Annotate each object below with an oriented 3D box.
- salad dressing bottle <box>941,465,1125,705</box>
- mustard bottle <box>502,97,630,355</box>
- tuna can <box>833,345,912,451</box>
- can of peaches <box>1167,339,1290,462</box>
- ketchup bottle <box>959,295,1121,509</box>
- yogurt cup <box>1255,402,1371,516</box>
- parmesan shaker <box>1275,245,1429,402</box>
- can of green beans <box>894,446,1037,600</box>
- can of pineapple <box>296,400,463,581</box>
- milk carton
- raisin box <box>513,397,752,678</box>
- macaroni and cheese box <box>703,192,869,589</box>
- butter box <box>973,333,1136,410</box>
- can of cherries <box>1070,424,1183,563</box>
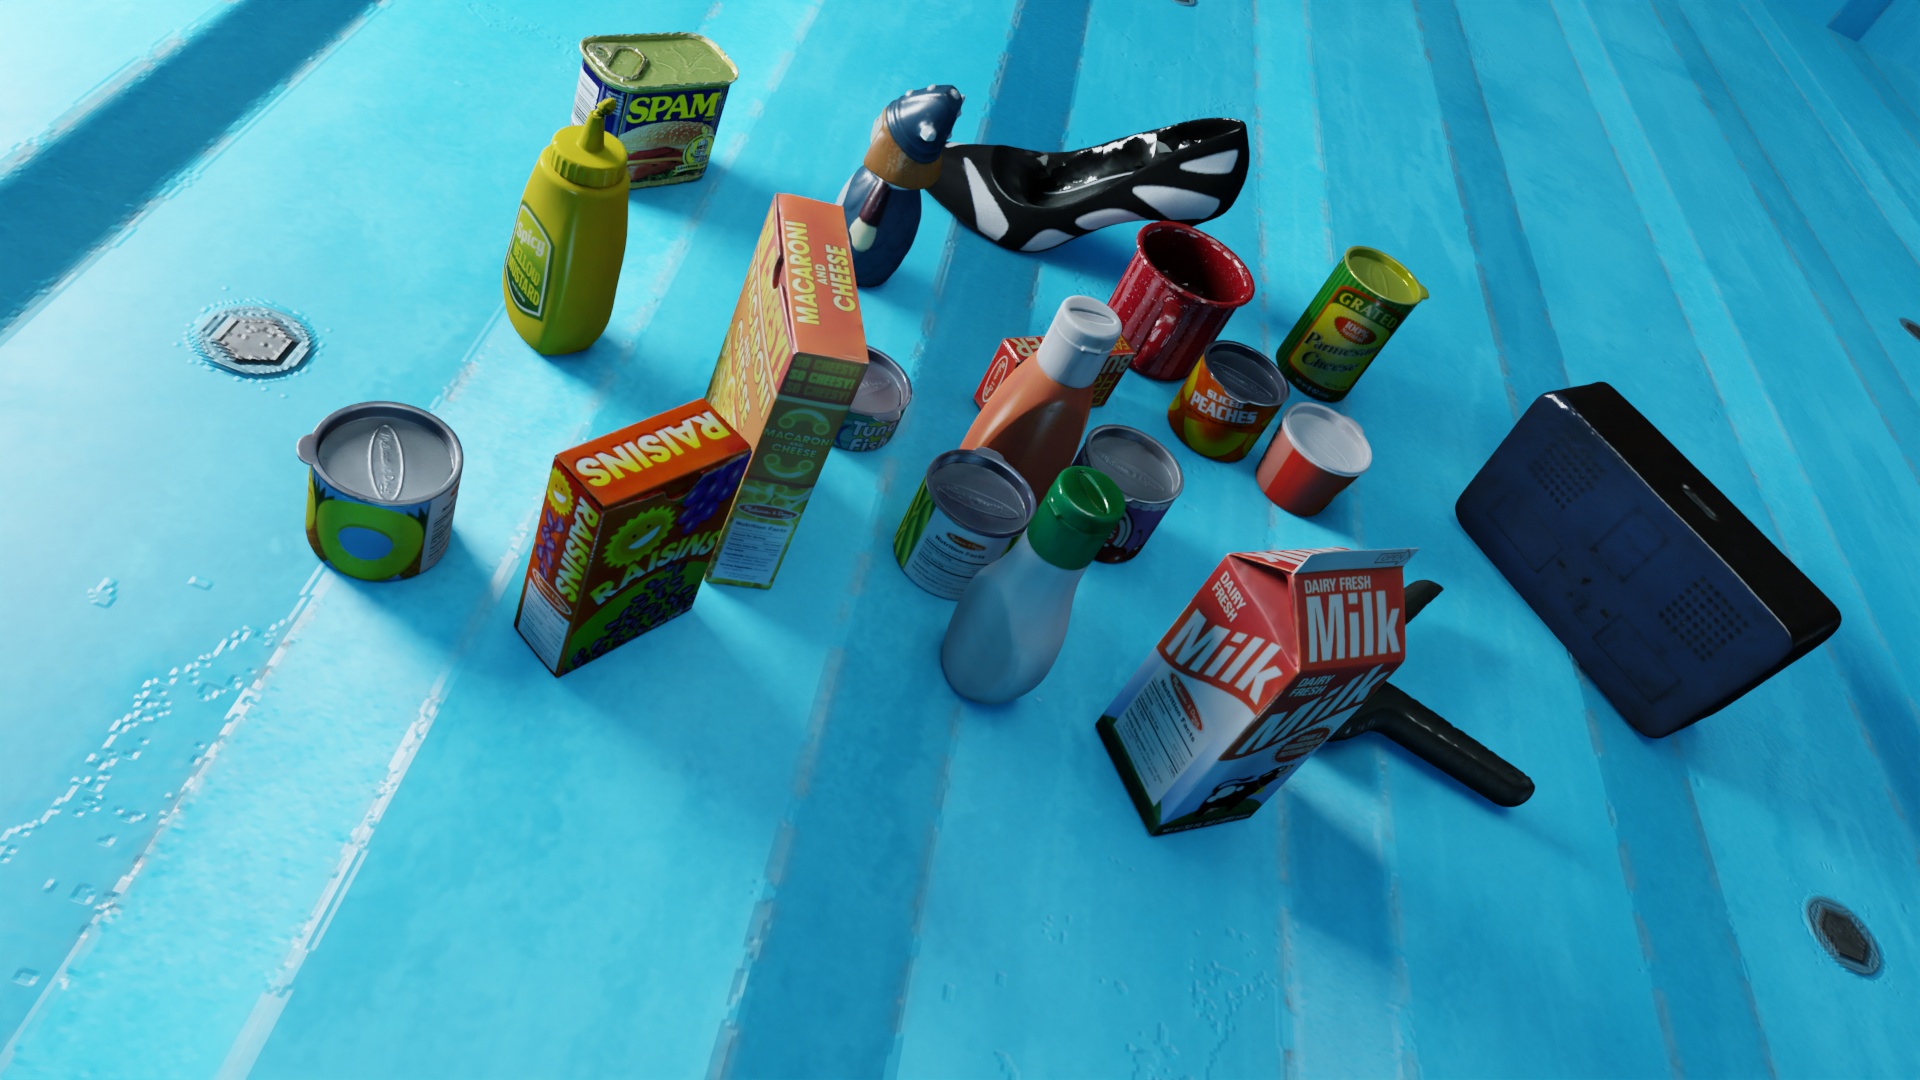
[{"bbox_3d":[0.036,0.025,0.706,0.044,0.146,0.064,-5,52,-32],"label":"salad dressing bottle"},{"bbox_3d":[-0.212,-0.175,0.758,0.049,0.159,0.065,-19,61,-40],"label":"mustard bottle"},{"bbox_3d":[-0.064,-0.086,0.845,0.071,0.032,0.071,15,44,-15],"label":"tuna can"},{"bbox_3d":[0.185,-0.096,0.968,0.071,0.057,0.071,15,44,-15],"label":"can of peaches"},{"bbox_3d":[0.046,-0.074,0.806,0.065,0.148,0.044,10,46,-20],"label":"ketchup bottle"},{"bbox_3d":[0.241,-0.054,0.960,0.072,0.053,0.073,15,44,-15],"label":"yogurt cup"},{"bbox_3d":[0.297,-0.162,1.059,0.071,0.102,0.072,15,44,-15],"label":"parmesan shaker"},{"bbox_3d":[0.002,-0.008,0.786,0.071,0.057,0.071,15,44,-15],"label":"can of green beans"},{"bbox_3d":[-0.273,-0.023,0.654,0.071,0.057,0.071,15,44,-15],"label":"can of pineapple"},{"bbox_3d":[0.150,0.065,0.695,0.072,0.189,0.074,-3,51,-30],"label":"milk carton"},{"bbox_3d":[-0.154,0.000,0.647,0.040,0.122,0.086,45,45,17],"label":"raisin box"},{"bbox_3d":[-0.098,-0.074,0.717,0.040,0.165,0.124,8,46,-22],"label":"macaroni and cheese box"},{"bbox_3d":[0.063,-0.111,0.921,0.104,0.052,0.024,-10,55,-35],"label":"butter box"},{"bbox_3d":[0.093,-0.027,0.853,0.071,0.058,0.072,15,44,-15],"label":"can of cherries"}]
